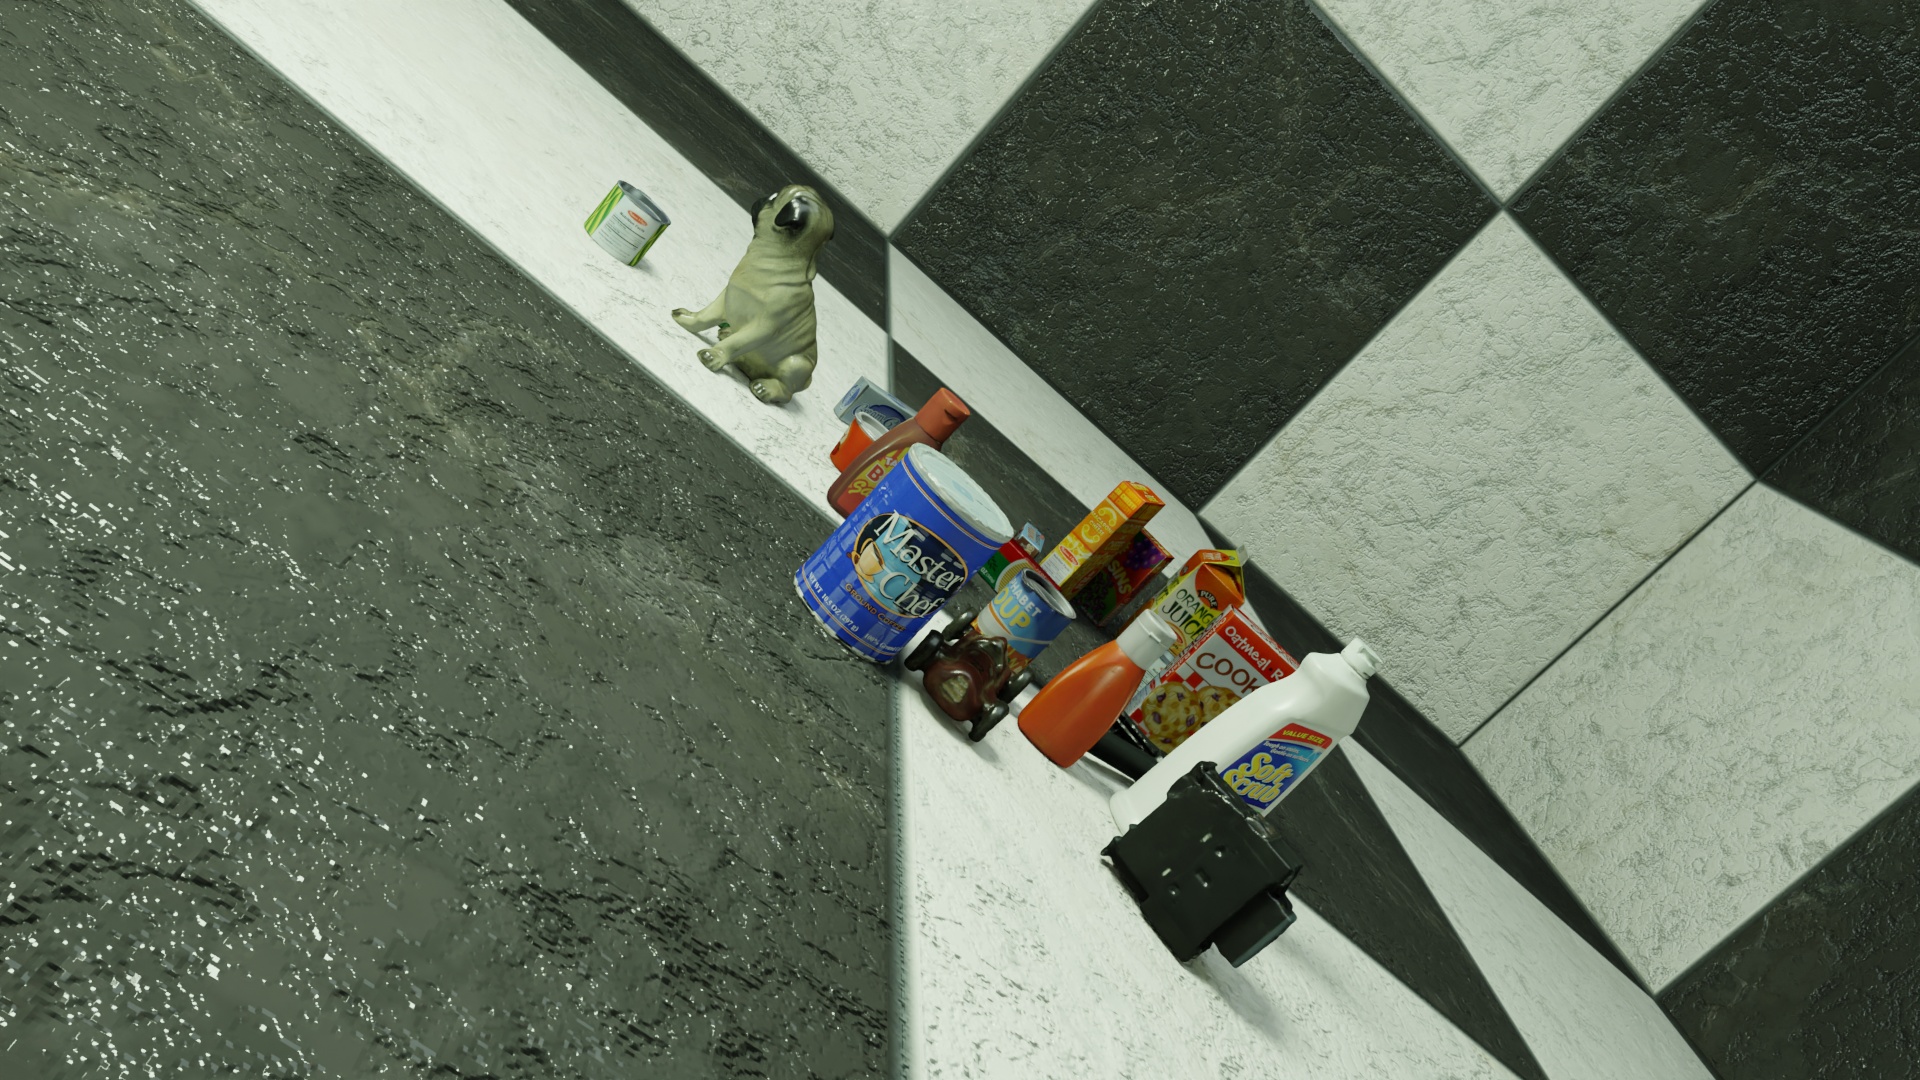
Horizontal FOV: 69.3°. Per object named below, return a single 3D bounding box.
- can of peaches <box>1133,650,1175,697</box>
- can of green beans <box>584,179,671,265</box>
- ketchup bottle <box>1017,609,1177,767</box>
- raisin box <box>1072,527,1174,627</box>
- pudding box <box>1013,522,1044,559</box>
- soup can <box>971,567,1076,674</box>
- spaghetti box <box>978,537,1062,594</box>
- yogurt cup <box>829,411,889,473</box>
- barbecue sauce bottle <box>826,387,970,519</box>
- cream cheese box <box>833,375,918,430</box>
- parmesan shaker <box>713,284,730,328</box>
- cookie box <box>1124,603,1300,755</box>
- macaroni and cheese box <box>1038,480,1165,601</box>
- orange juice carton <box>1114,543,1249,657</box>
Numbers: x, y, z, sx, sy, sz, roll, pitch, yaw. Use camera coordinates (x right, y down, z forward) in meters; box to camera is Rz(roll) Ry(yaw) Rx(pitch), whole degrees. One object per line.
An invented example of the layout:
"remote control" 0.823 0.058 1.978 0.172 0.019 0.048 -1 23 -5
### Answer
"can of peaches" 0.210 0.147 1.565 0.071 0.058 0.071 41 13 -12
"can of green beans" -0.337 -0.320 1.404 0.071 0.057 0.071 41 13 -12
"ketchup bottle" 0.119 0.122 1.174 0.064 0.148 0.043 43 13 -4
"raisin box" 0.187 0.034 1.701 0.086 0.123 0.040 48 13 20
"pudding box" 0.068 0.012 1.582 0.030 0.049 0.084 43 13 -2
"soup can" 0.051 0.075 1.263 0.071 0.083 0.071 41 13 -12
"spaghetti box" 0.005 -0.019 1.492 0.250 0.050 0.029 47 13 14
"yogurt cup" -0.095 -0.088 1.404 0.072 0.054 0.072 41 13 -12
"barbecue sauce bottle" -0.054 -0.075 1.279 0.065 0.148 0.044 38 14 -23
"cream cheese box" -0.091 -0.141 1.580 0.103 0.053 0.024 31 18 -43
"parmesan shaker" -0.215 -0.265 1.491 0.071 0.103 0.071 41 13 -12
"cookie box" 0.265 0.165 1.430 0.123 0.167 0.040 42 13 -6
"macaroni and cheese box" 0.157 0.002 1.619 0.040 0.166 0.124 47 13 14
"orange juice carton" 0.276 0.079 1.674 0.073 0.192 0.072 43 13 -3
